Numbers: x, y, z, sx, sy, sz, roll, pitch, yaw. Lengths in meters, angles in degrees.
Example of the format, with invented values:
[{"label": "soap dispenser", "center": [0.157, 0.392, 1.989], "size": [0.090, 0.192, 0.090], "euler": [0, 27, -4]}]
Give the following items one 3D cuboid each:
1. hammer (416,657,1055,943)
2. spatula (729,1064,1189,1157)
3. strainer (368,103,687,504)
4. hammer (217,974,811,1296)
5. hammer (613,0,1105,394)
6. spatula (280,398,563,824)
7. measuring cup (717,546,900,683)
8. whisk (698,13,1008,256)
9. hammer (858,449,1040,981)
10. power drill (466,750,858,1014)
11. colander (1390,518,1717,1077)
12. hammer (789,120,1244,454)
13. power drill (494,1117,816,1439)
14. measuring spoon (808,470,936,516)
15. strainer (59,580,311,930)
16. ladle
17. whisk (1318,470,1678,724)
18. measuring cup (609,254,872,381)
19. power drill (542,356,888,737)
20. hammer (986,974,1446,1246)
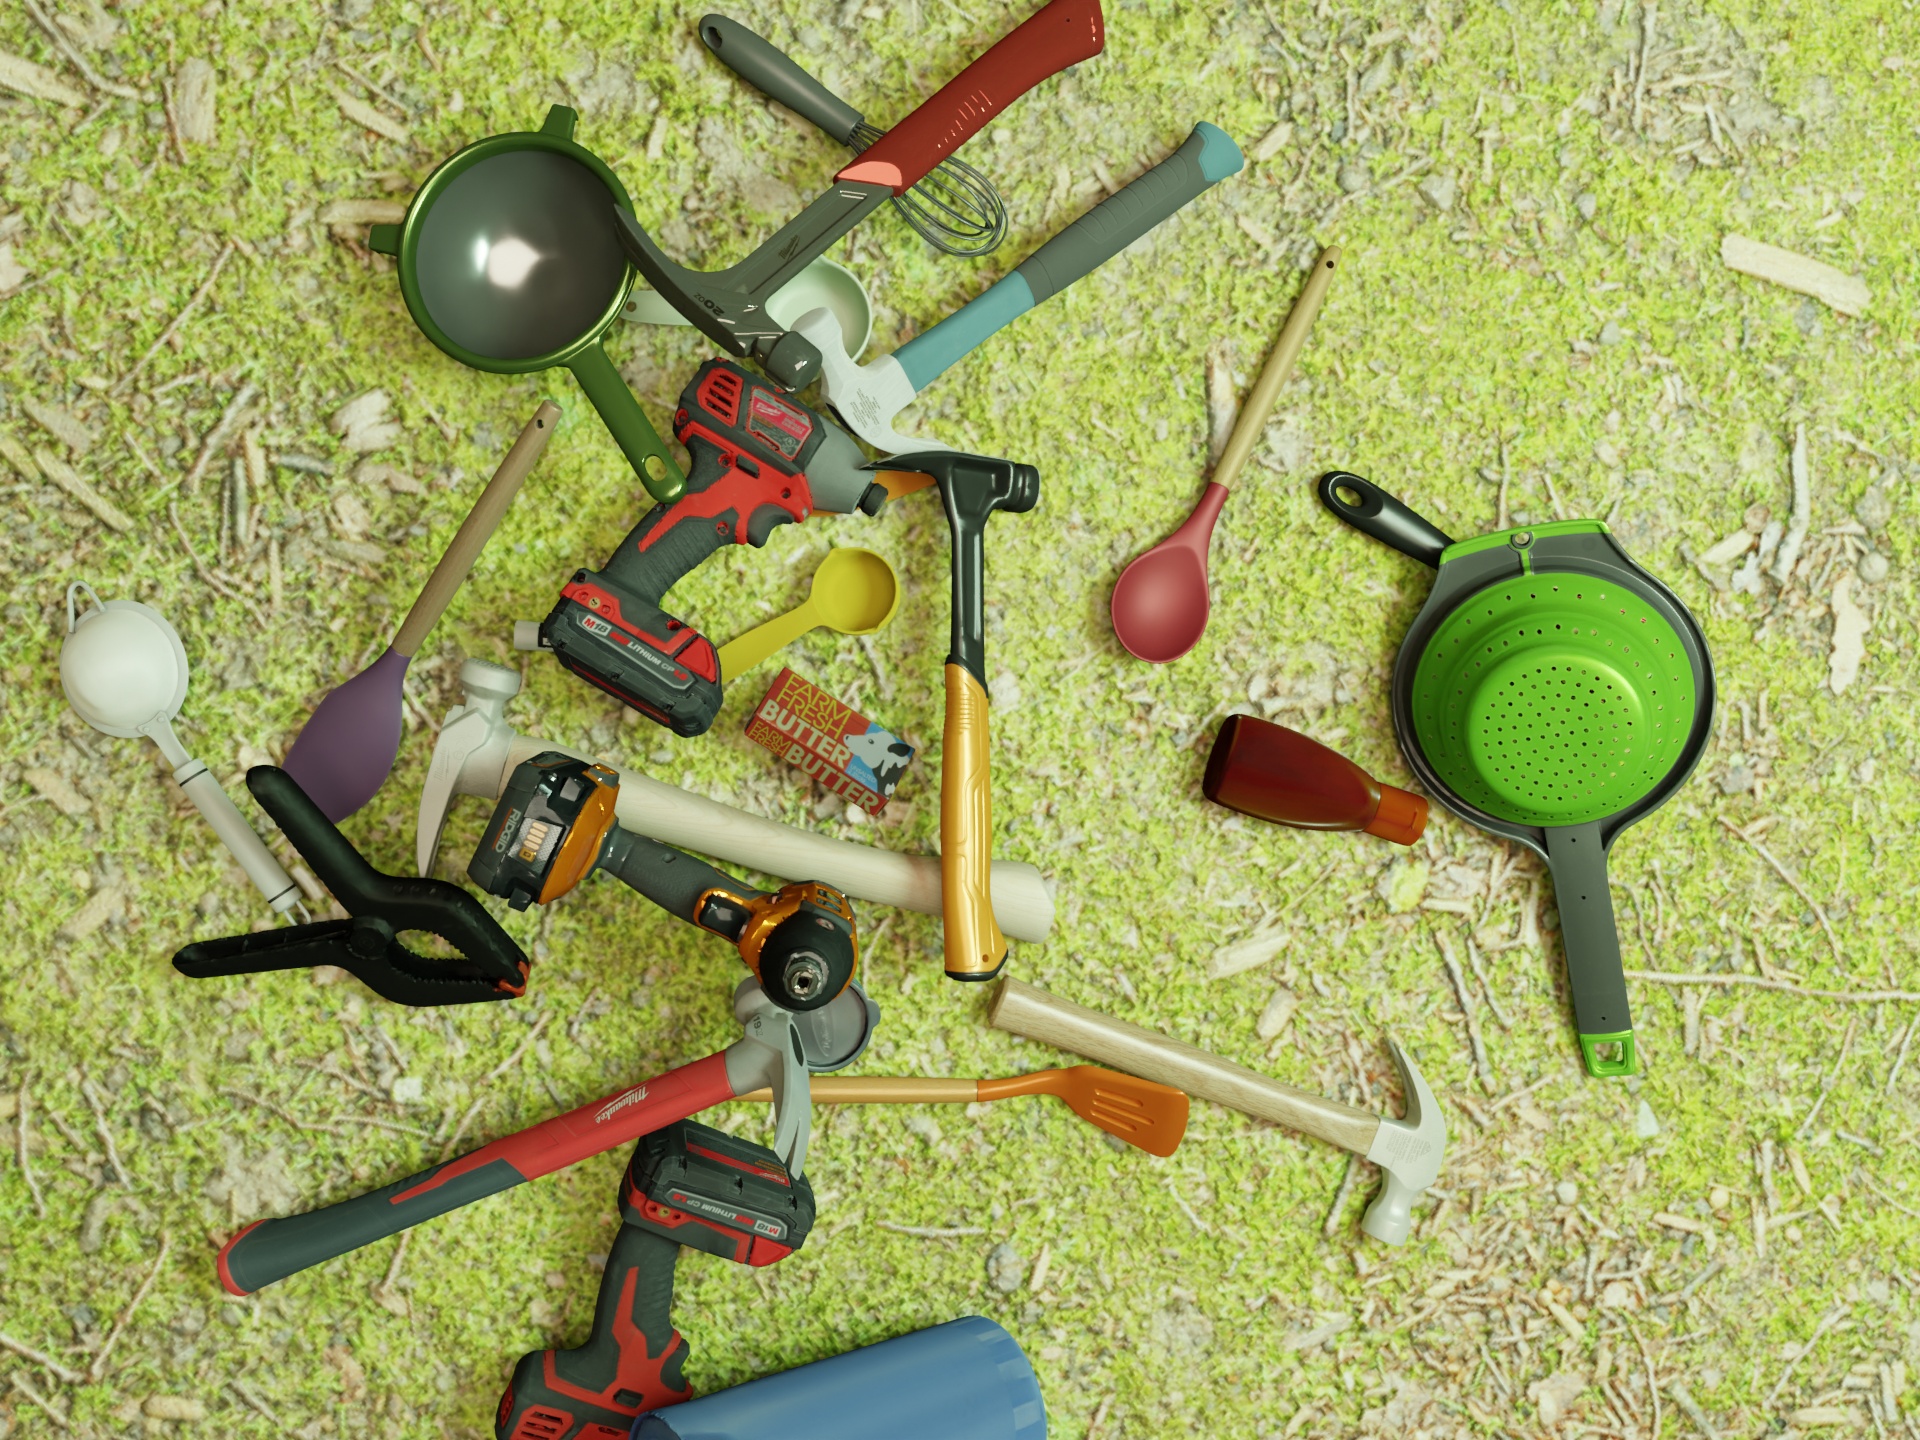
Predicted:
[{"label": "hammer", "center": [-0.139, 0.086, 1.033], "size": [0.410, 0.038, 0.146], "euler": [17, 91, -8]}, {"label": "spatula", "center": [-0.013, 0.252, 1.048], "size": [0.322, 0.041, 0.081], "euler": [1, 135, -4]}, {"label": "strainer", "center": [-0.236, -0.236, 0.981], "size": [0.151, 0.069, 0.256], "euler": [-33, 84, 2]}, {"label": "hammer", "center": [-0.274, 0.280, 0.966], "size": [0.386, 0.143, 0.038], "euler": [-23, 126, 4]}, {"label": "hammer", "center": [-0.040, -0.357, 0.983], "size": [0.149, 0.036, 0.359], "euler": [42, 69, 5]}, {"label": "spatula", "center": [-0.327, -0.062, 0.974], "size": [0.059, 0.018, 0.316], "euler": [34, 105, -7]}, {"label": "measuring cup", "center": [-0.110, -0.059, 1.042], "size": [0.156, 0.029, 0.062], "euler": [-29, 84, 6]}, {"label": "whisk", "center": [-0.071, -0.379, 1.028], "size": [0.239, 0.055, 0.055], "euler": [36, 87, -2]}, {"label": "hammer", "center": [-0.002, -0.003, 1.010], "size": [0.127, 0.034, 0.337], "euler": [1, 87, -38]}, {"label": "power drill", "center": [-0.164, 0.101, 0.932], "size": [0.226, 0.164, 0.084], "euler": [26, 91, -6]}, {"label": "colander", "center": [0.402, 0.072, 1.045], "size": [0.204, 0.094, 0.397], "euler": [-10, 104, 20]}, {"label": "hammer", "center": [0.051, -0.288, 1.030], "size": [0.331, 0.033, 0.128], "euler": [-37, 126, -11]}, {"label": "power drill", "center": [-0.169, 0.388, 1.018], "size": [0.187, 0.080, 0.226], "euler": [25, 92, -14]}, {"label": "measuring spoon", "center": [-0.051, -0.154, 1.053], "size": [0.117, 0.011, 0.021], "euler": [-15, 95, -3]}, {"label": "strainer", "center": [-0.483, 0.025, 0.986], "size": [0.087, 0.050, 0.258], "euler": [-32, 99, 10]}, {"label": "ladle", "center": [0.185, -0.181, 1.073], "size": [0.069, 0.031, 0.315], "euler": [27, 86, -10]}, {"label": "whisk", "center": [0.372, -0.087, 1.086], "size": [0.296, 0.073, 0.073], "euler": [32, 87, -1]}, {"label": "measuring cup", "center": [-0.140, -0.259, 1.025], "size": [0.167, 0.038, 0.083], "euler": [3, 91, -2]}, {"label": "power drill", "center": [-0.150, -0.107, 0.995], "size": [0.143, 0.078, 0.220], "euler": [30, 77, -2]}, {"label": "hammer", "center": [0.177, 0.242, 1.080], "size": [0.331, 0.031, 0.130], "euler": [22, 89, -7]}]
